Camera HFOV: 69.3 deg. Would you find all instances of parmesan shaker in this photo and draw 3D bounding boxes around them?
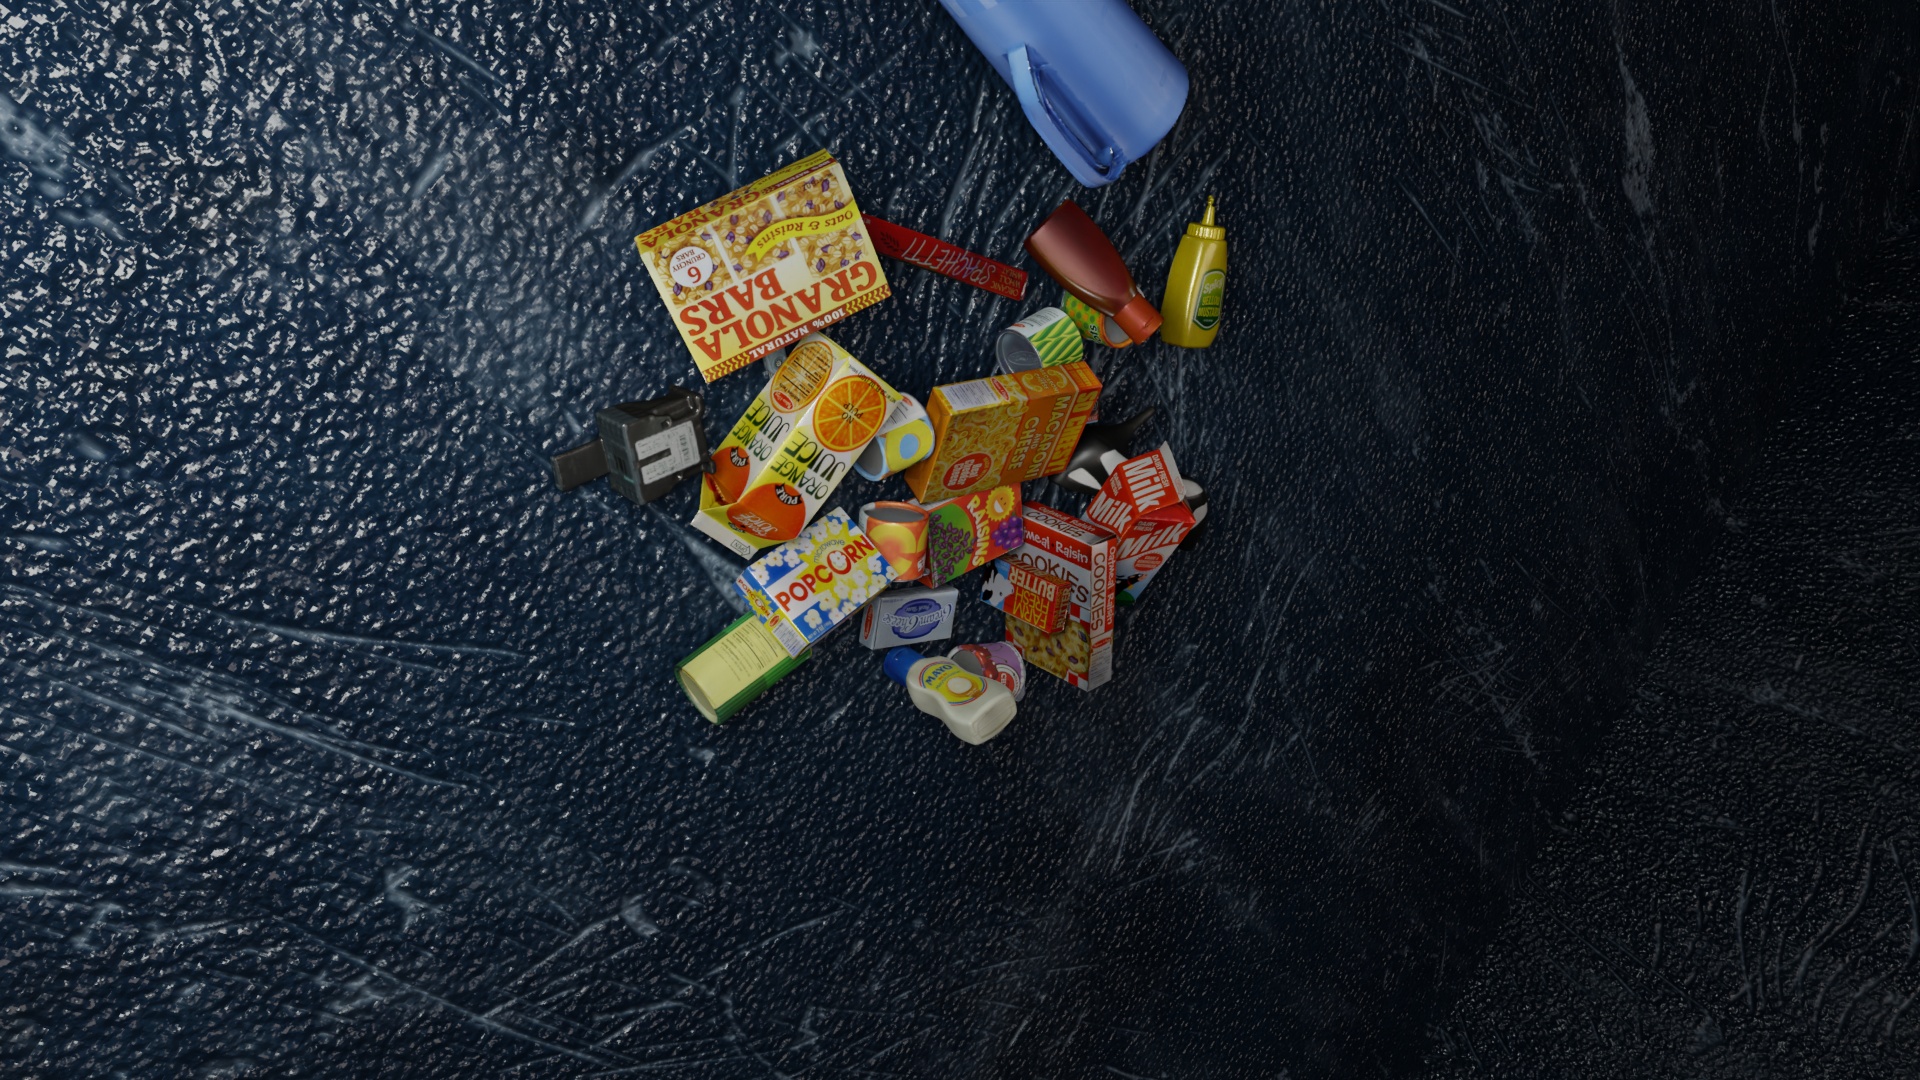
[{"bbox_3d":[-0.193,0.104,1.219,0.103,0.071,0.071,-37,130,-25],"label":"parmesan shaker"}]

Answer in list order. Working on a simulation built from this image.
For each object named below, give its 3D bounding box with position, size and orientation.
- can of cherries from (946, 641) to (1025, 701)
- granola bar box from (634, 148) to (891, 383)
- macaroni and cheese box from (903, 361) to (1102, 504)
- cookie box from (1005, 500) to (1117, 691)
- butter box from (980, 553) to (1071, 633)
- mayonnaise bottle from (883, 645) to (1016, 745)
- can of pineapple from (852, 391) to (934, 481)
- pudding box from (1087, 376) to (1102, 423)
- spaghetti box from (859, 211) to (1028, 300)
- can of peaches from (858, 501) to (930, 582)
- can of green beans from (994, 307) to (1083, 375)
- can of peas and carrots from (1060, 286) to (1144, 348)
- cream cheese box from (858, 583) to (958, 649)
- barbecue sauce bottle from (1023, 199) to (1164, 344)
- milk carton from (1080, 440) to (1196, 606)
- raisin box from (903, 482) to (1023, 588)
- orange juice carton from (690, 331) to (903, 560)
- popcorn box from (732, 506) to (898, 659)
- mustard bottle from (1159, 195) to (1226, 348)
[{"bbox_3d":[0.026,0.140,1.435,0.058,0.071,0.071,1,107,-44],"label":"can of cherries"},{"bbox_3d":[-0.153,-0.214,1.090,0.166,0.039,0.123,-26,128,-5],"label":"granola bar box"},{"bbox_3d":[0.039,-0.103,1.310,0.167,0.040,0.123,-14,146,-29],"label":"macaroni and cheese box"},{"bbox_3d":[0.102,0.055,1.433,0.040,0.123,0.166,-20,121,-37],"label":"cookie box"},{"bbox_3d":[0.066,0.053,1.412,0.024,0.103,0.053,-6,111,-43],"label":"butter box"},{"bbox_3d":[-0.016,0.143,1.341,0.065,0.148,0.041,-35,129,-27],"label":"mayonnaise bottle"},{"bbox_3d":[-0.066,-0.092,1.250,0.058,0.071,0.070,-27,125,-32],"label":"can of pineapple"},{"bbox_3d":[0.104,-0.141,1.416,0.084,0.030,0.049,-13,118,-39],"label":"pudding box"},{"bbox_3d":[-0.040,-0.254,1.215,0.250,0.050,0.028,8,103,-45],"label":"spaghetti box"},{"bbox_3d":[-0.061,0.000,1.293,0.071,0.071,0.057,-11,114,-40],"label":"can of peaches"},{"bbox_3d":[0.076,-0.185,1.344,0.058,0.071,0.071,-32,128,-30],"label":"can of green beans"},{"bbox_3d":[0.143,-0.228,1.394,0.071,0.059,0.070,-19,120,-37],"label":"can of peas and carrots"},{"bbox_3d":[-0.050,0.074,1.368,0.104,0.024,0.053,-5,112,-42],"label":"cream cheese box"},{"bbox_3d":[0.131,-0.252,1.327,0.148,0.043,0.065,45,83,-6],"label":"barbecue sauce bottle"},{"bbox_3d":[0.178,-0.015,1.437,0.073,0.072,0.189,4,139,-25],"label":"milk carton"},{"bbox_3d":[0.005,-0.017,1.370,0.124,0.040,0.085,-26,123,-35],"label":"raisin box"},{"bbox_3d":[-0.144,-0.074,1.164,0.192,0.073,0.071,-52,134,2],"label":"orange juice carton"},{"bbox_3d":[-0.126,0.035,1.216,0.127,0.085,0.038,-37,175,-44],"label":"popcorn box"},{"bbox_3d":[0.254,-0.286,1.481,0.065,0.049,0.159,-10,115,-43],"label":"mustard bottle"}]
